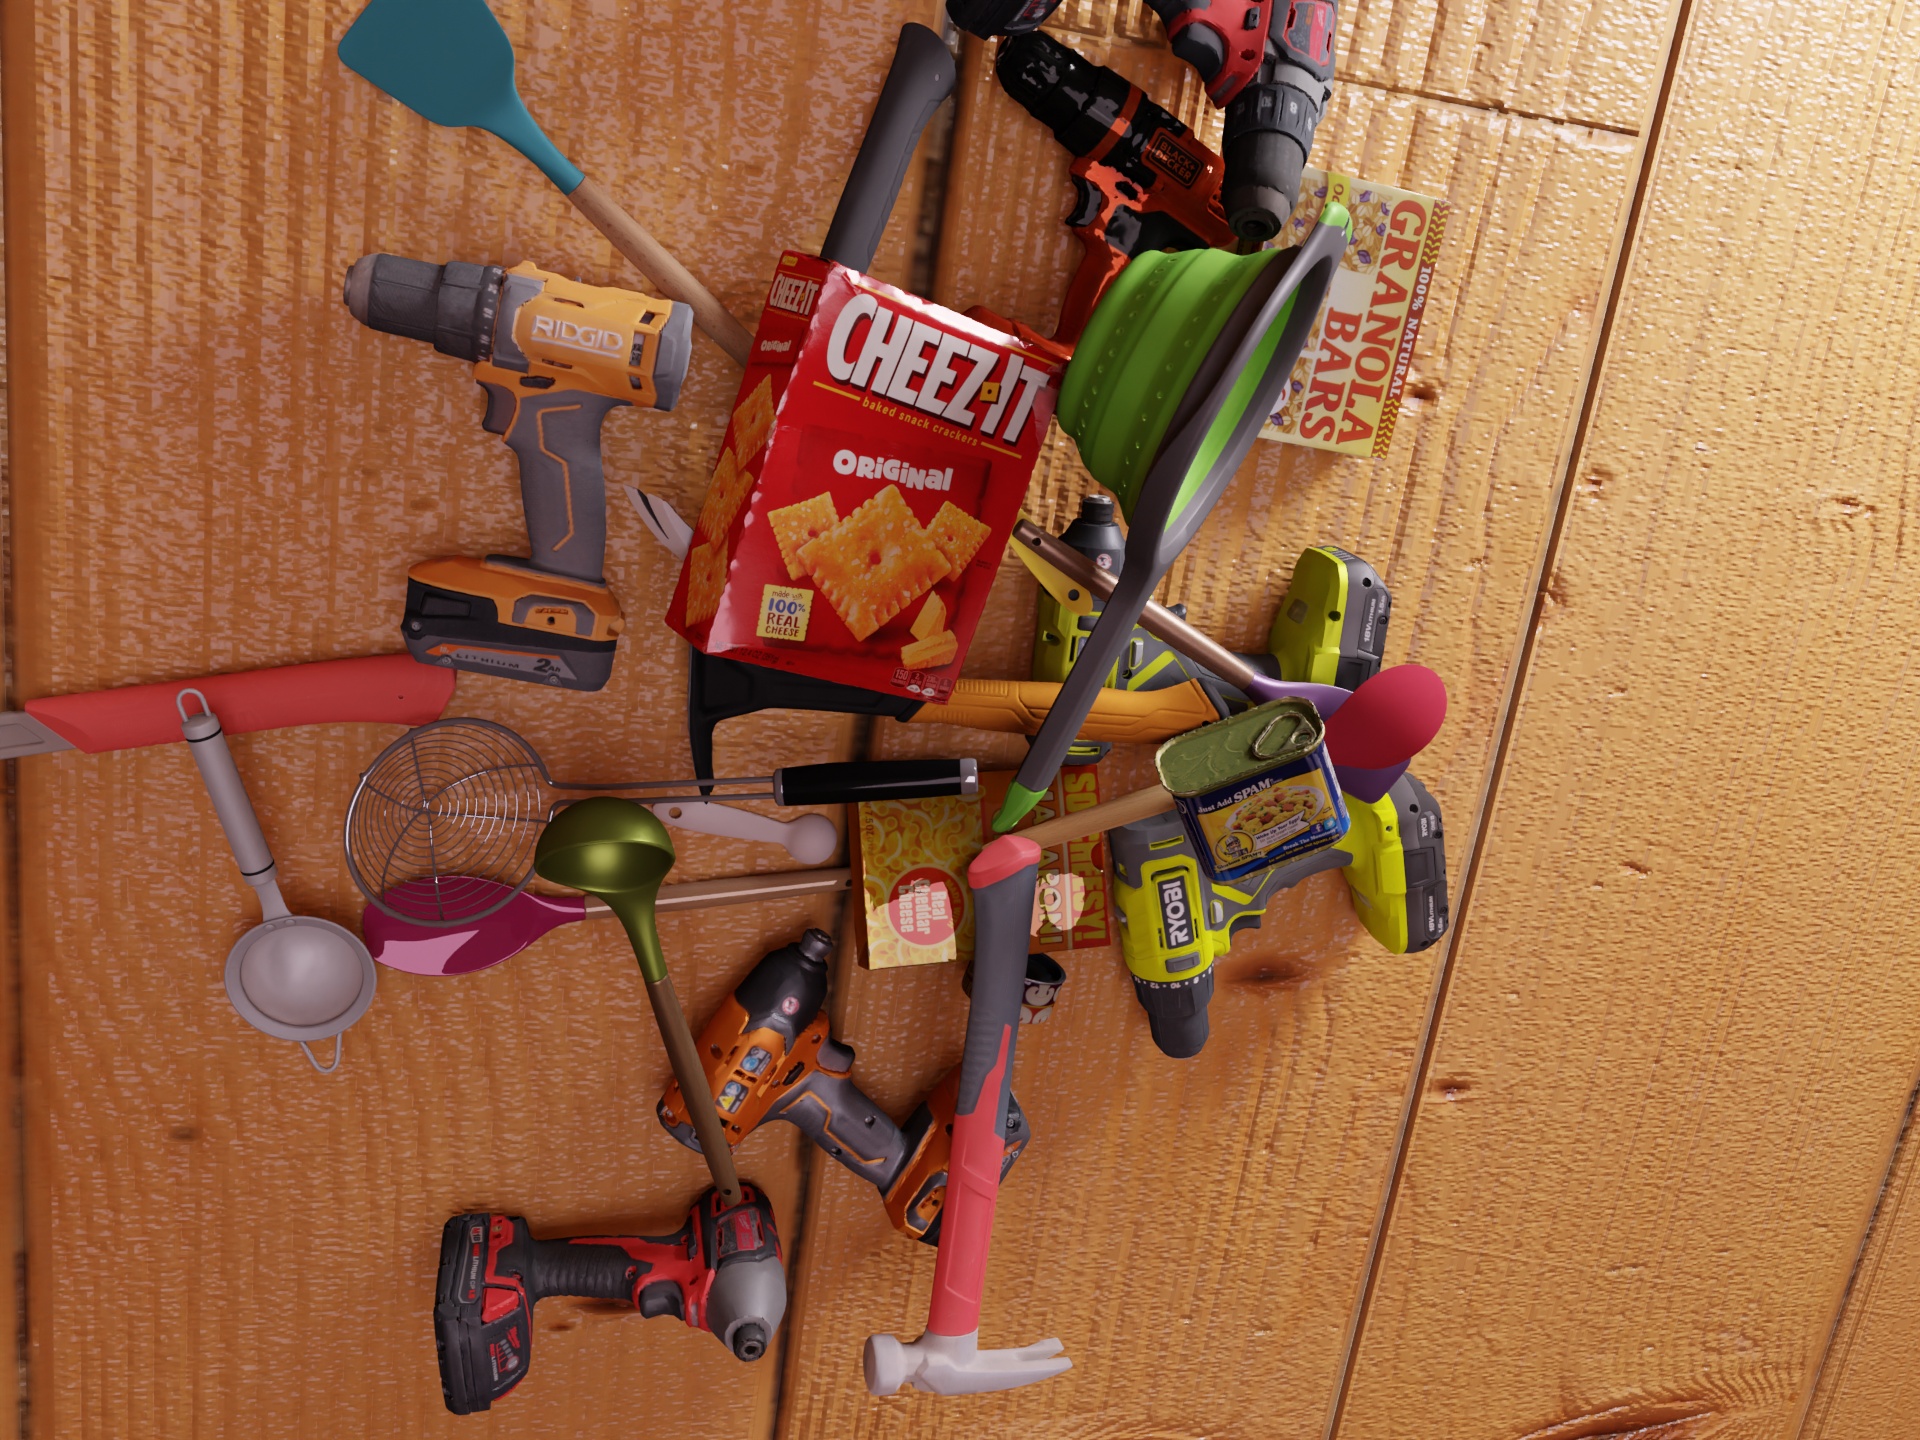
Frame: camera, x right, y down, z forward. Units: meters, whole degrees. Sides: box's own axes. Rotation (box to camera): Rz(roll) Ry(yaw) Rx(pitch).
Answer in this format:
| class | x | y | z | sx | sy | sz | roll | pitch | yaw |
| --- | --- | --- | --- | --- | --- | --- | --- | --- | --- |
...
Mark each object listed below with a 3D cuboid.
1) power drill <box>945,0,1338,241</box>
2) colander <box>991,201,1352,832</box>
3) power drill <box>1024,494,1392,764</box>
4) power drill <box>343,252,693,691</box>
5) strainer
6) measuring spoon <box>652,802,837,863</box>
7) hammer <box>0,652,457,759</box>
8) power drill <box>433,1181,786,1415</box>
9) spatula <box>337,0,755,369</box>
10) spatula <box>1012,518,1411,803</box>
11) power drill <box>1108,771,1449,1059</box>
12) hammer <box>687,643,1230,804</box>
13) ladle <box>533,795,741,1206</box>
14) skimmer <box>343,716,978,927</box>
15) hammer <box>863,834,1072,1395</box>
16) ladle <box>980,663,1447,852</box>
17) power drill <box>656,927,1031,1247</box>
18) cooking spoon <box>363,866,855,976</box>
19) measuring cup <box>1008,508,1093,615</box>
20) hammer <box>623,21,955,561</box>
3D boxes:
| class | x | y | z | sx | sy | sz | roll | pitch | yaw |
| --- | --- | --- | --- | --- | --- | --- | --- | --- | --- |
| power drill | 0.110 | -0.384 | 0.887 | 0.226 | 0.080 | 0.188 | 20 | 68 | -22 |
| colander | 0.082 | -0.121 | 0.903 | 0.094 | 0.204 | 0.397 | 30 | 107 | 11 |
| power drill | 0.160 | -0.057 | 1.046 | 0.223 | 0.080 | 0.171 | 2 | 108 | -13 |
| power drill | -0.260 | -0.144 | 0.894 | 0.185 | 0.084 | 0.226 | 10 | 101 | -14 |
| strainer | -0.406 | 0.093 | 0.932 | 0.087 | 0.050 | 0.258 | -12 | 119 | -7 |
| measuring spoon | -0.138 | 0.071 | 1.031 | 0.124 | 0.018 | 0.034 | 13 | 104 | -19 |
| hammer | -0.472 | -0.010 | 0.900 | 0.359 | 0.037 | 0.149 | -9 | 110 | -13 |
| power drill | -0.224 | 0.375 | 1.040 | 0.219 | 0.143 | 0.078 | -4 | 111 | -12 |
| spatula | -0.197 | -0.285 | 0.898 | 0.082 | 0.044 | 0.317 | -46 | 118 | 2 |
| spatula | 0.163 | -0.040 | 1.004 | 0.315 | 0.018 | 0.059 | 31 | 105 | -18 |
| power drill | 0.221 | 0.132 | 1.125 | 0.228 | 0.080 | 0.190 | -14 | 111 | -9 |
| hammer | -0.002 | -0.003 | 0.995 | 0.337 | 0.034 | 0.127 | 3 | 107 | -2 |
| ladle | -0.177 | 0.181 | 0.953 | 0.078 | 0.062 | 0.320 | -10 | 118 | 4 |
| skimmer | -0.170 | 0.053 | 0.944 | 0.363 | 0.090 | 0.127 | -3 | 106 | 0 |
| hammer | 0.027 | 0.263 | 1.040 | 0.143 | 0.038 | 0.386 | 3 | 104 | -18 |
| ladle | 0.163 | 0.037 | 1.015 | 0.315 | 0.031 | 0.069 | -18 | 117 | 3 |
| power drill | -0.068 | 0.247 | 1.077 | 0.226 | 0.084 | 0.164 | 30 | 96 | -19 |
| cooking spoon | -0.216 | 0.118 | 1.025 | 0.319 | 0.017 | 0.068 | -5 | 110 | -14 |
| measuring cup | 0.029 | -0.127 | 0.988 | 0.062 | 0.029 | 0.156 | -40 | 97 | 2 |
| hammer | -0.082 | -0.235 | 0.909 | 0.146 | 0.035 | 0.335 | 18 | 95 | -55 |
